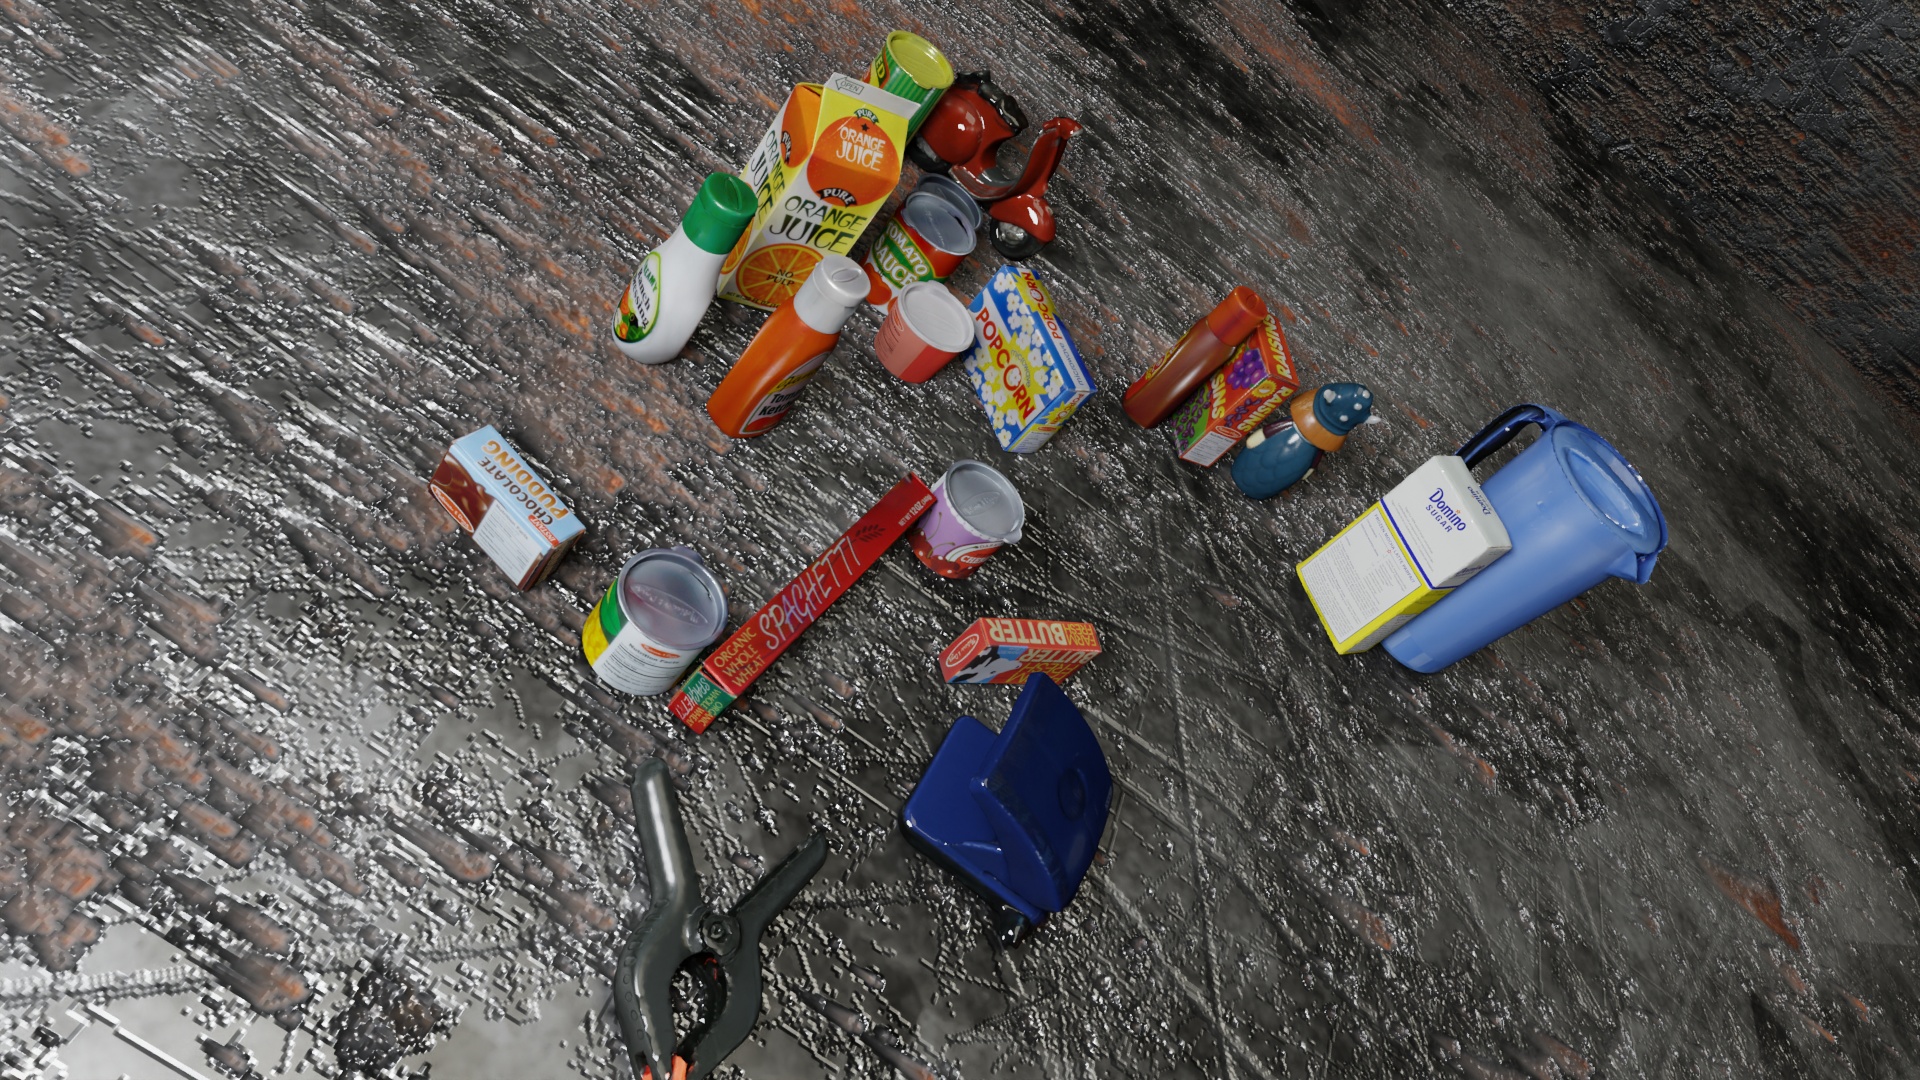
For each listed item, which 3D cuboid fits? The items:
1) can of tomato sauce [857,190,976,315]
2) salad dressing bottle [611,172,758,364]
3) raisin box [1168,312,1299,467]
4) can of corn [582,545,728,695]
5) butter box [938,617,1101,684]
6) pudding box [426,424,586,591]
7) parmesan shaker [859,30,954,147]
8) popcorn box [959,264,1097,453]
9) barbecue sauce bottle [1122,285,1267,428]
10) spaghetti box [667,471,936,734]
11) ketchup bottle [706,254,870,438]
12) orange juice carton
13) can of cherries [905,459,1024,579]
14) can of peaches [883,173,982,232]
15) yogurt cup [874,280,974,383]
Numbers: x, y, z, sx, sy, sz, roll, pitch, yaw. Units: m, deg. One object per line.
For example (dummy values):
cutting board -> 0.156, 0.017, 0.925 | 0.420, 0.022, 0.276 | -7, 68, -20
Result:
can of tomato sauce -> -0.039, -0.227, 1.113 | 0.071, 0.082, 0.071 | 22, 46, -24
salad dressing bottle -> -0.180, -0.176, 0.906 | 0.044, 0.147, 0.064 | 6, 54, -37
raisin box -> 0.238, -0.136, 1.234 | 0.040, 0.122, 0.086 | 18, 47, -28
can of corn -> -0.175, 0.045, 0.795 | 0.071, 0.058, 0.071 | 22, 46, -24
butter box -> 0.041, 0.077, 0.951 | 0.103, 0.053, 0.024 | 5, 54, -37
pudding box -> -0.258, -0.018, 0.786 | 0.084, 0.049, 0.030 | 46, 41, 2
parmesan shaker -> -0.061, -0.377, 1.203 | 0.071, 0.102, 0.072 | 22, 46, -25
popcorn box -> 0.048, -0.145, 1.115 | 0.038, 0.085, 0.127 | -2, 59, -41
barbecue sauce bottle -> 0.204, -0.160, 1.207 | 0.043, 0.147, 0.065 | 44, 41, -2
spaghetti box -> -0.093, 0.033, 0.879 | 0.028, 0.050, 0.251 | 44, 41, -1
ketchup bottle -> -0.112, -0.128, 0.921 | 0.043, 0.148, 0.065 | 51, 41, 7
orange juice carton -> -0.106, -0.253, 0.995 | 0.072, 0.191, 0.073 | 10, 52, -34
can of cherries -> 0.004, -0.012, 0.989 | 0.071, 0.058, 0.072 | 22, 46, -24
can of peaches -> -0.026, -0.267, 1.175 | 0.071, 0.057, 0.071 | 22, 46, -24
yogurt cup -> -0.031, -0.160, 1.086 | 0.072, 0.053, 0.073 | 22, 46, -24
